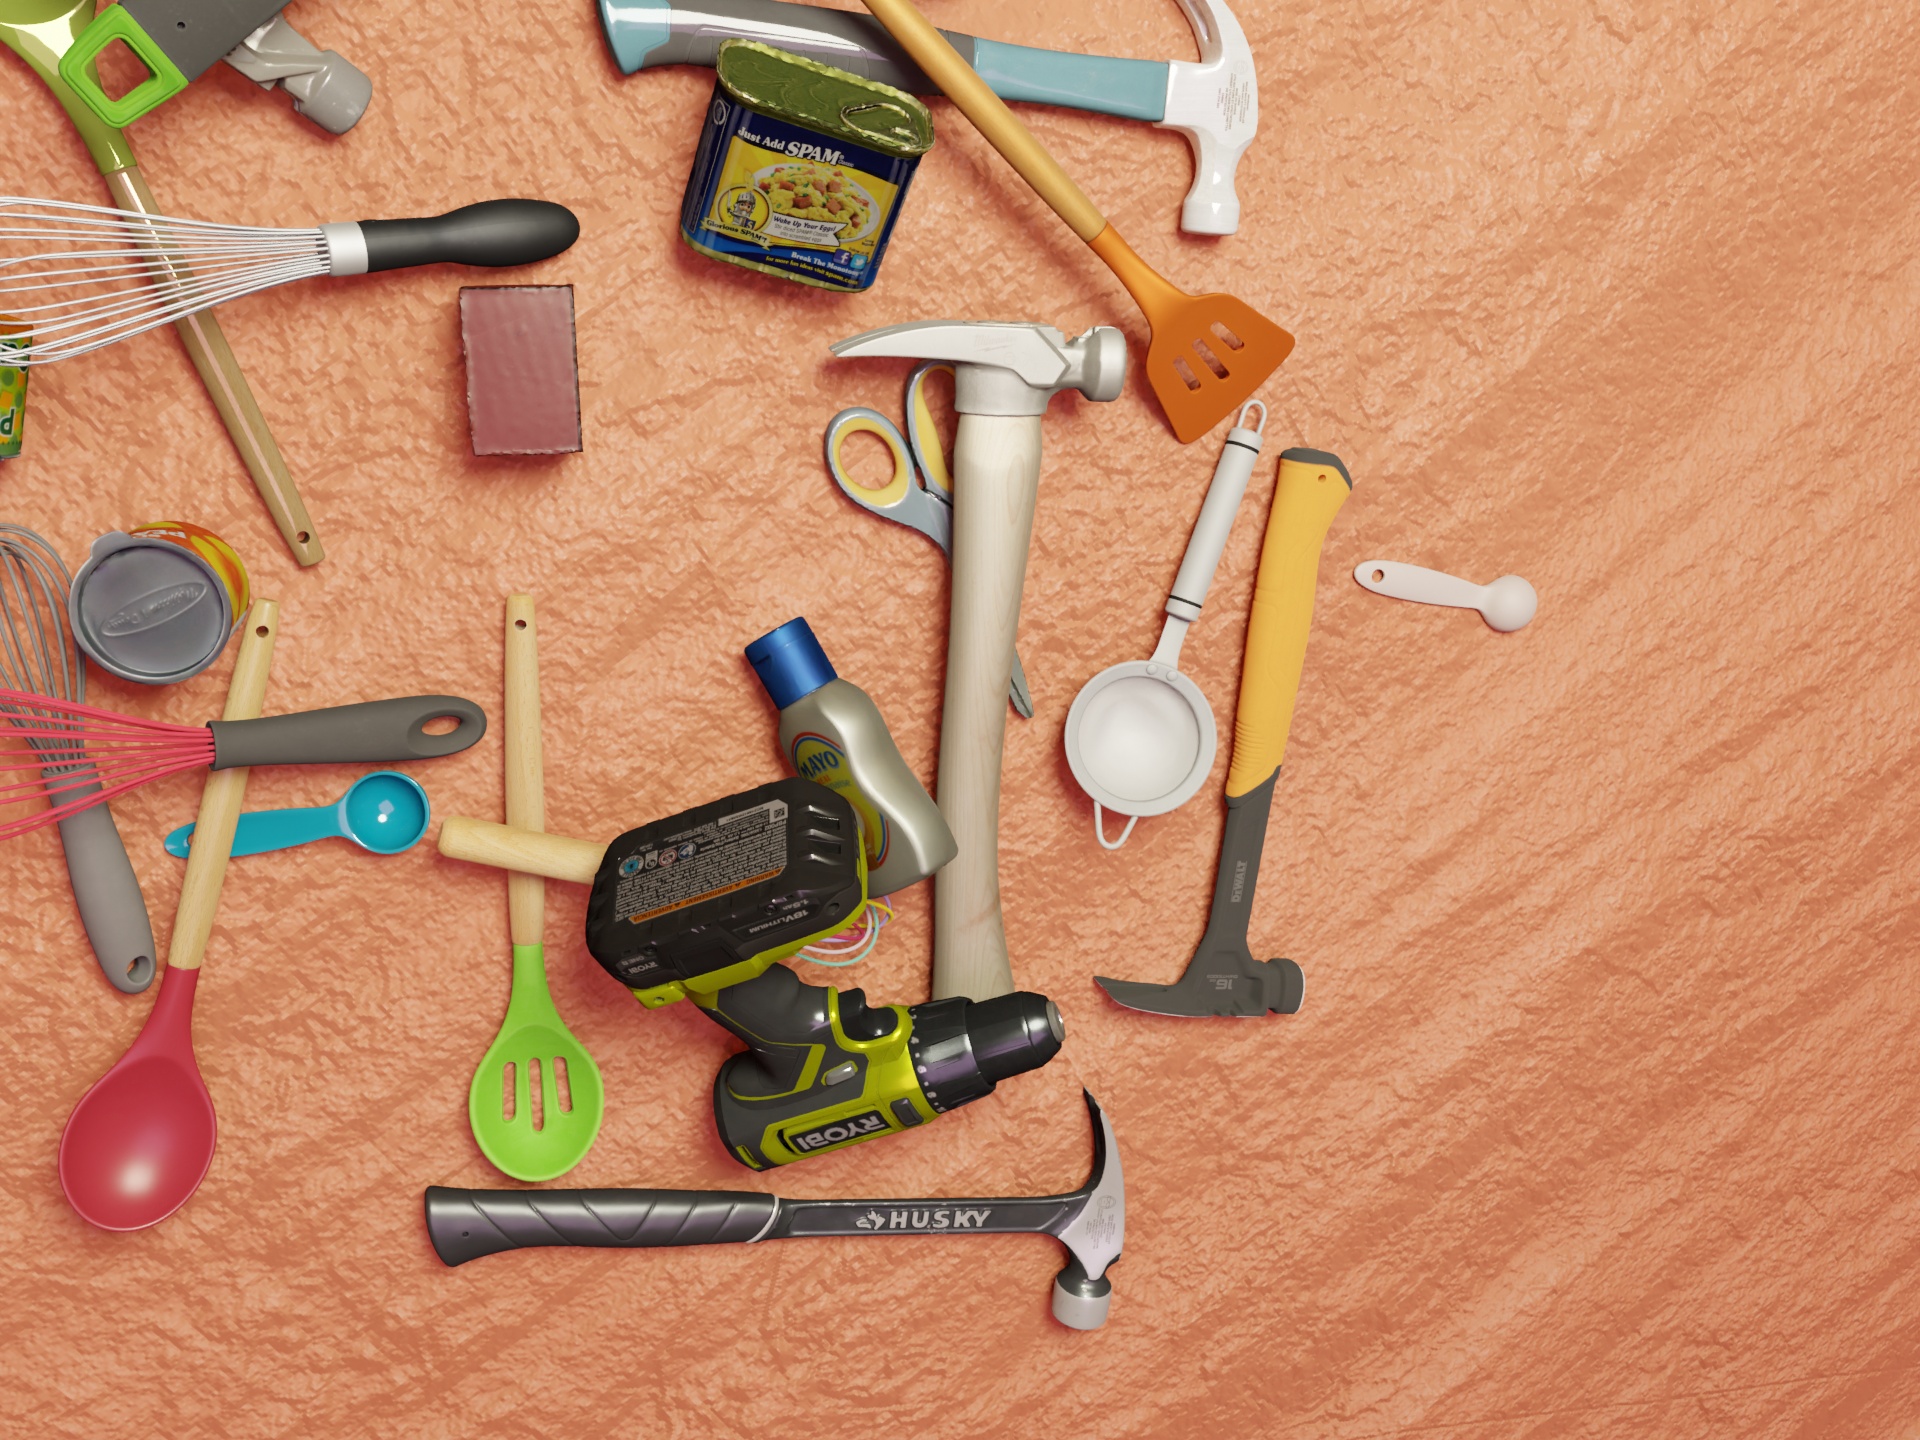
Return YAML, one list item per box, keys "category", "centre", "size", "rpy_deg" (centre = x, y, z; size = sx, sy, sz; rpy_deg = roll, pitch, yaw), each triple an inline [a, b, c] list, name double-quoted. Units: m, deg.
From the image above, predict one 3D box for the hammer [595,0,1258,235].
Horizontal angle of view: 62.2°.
- category: "hammer"
  centre: [-0.009, -0.317, 0.771]
  size: [0.331, 0.033, 0.128]
  rpy_deg: [1, 105, -16]

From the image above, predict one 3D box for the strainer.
- category: "strainer"
  centre: [0.121, -0.054, 0.880]
  size: [0.087, 0.050, 0.258]
  rpy_deg: [19, 93, -9]

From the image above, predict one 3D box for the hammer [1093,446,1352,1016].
- category: "hammer"
  centre: [0.164, 0.012, 0.913]
  size: [0.127, 0.034, 0.336]
  rpy_deg: [4, 104, -18]

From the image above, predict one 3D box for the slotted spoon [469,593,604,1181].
- category: "slotted spoon"
  centre: [-0.223, 0.090, 0.827]
  size: [0.070, 0.031, 0.313]
  rpy_deg: [-2, 104, -16]

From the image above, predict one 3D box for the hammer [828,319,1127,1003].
- category: "hammer"
  centre: [-0.001, -0.003, 0.847]
  size: [0.146, 0.038, 0.410]
  rpy_deg: [0, 109, -11]

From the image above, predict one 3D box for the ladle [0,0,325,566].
- category: "ladle"
  centre: [-0.351, -0.213, 0.690]
  size: [0.078, 0.062, 0.320]
  rpy_deg: [-29, 114, -23]

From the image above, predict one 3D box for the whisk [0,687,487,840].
- category: "whisk"
  centre: [-0.358, 0.013, 0.715]
  size: [0.295, 0.073, 0.073]
  rpy_deg: [-6, 108, -36]

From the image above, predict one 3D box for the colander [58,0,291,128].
- category: "colander"
  centre: [-0.185, -0.366, 0.628]
  size: [0.397, 0.095, 0.204]
  rpy_deg: [-45, 132, -9]

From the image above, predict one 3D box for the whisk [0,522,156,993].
- category: "whisk"
  centre: [-0.418, 0.024, 0.741]
  size: [0.055, 0.055, 0.238]
  rpy_deg: [-11, 112, -13]

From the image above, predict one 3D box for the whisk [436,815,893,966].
- category: "whisk"
  centre: [-0.148, 0.086, 0.829]
  size: [0.244, 0.047, 0.051]
  rpy_deg: [15, 91, -24]

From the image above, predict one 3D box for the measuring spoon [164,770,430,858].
- category: "measuring spoon"
  centre: [-0.328, 0.050, 0.793]
  size: [0.128, 0.021, 0.042]
  rpy_deg: [-8, 100, -4]

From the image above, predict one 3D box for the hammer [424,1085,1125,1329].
- category: "hammer"
  centre: [-0.094, 0.282, 0.913]
  size: [0.408, 0.036, 0.149]
  rpy_deg: [5, 102, -17]

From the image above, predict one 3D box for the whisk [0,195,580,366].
- category: "whisk"
  centre: [-0.297, -0.199, 0.679]
  size: [0.284, 0.070, 0.070]
  rpy_deg: [-17, 110, -31]

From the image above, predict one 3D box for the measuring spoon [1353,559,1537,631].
- category: "measuring spoon"
  centre: [0.287, -0.075, 0.933]
  size: [0.124, 0.018, 0.034]
  rpy_deg: [9, 102, -18]

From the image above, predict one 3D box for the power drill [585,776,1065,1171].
- category: "power drill"
  centre: [-0.065, 0.136, 0.804]
  size: [0.190, 0.080, 0.228]
  rpy_deg: [-19, 132, 10]

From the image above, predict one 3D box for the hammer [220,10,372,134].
- category: "hammer"
  centre: [-0.222, -0.433, 0.657]
  size: [0.149, 0.037, 0.359]
  rpy_deg: [34, 90, -47]

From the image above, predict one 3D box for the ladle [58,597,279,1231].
- category: "ladle"
  centre: [-0.372, 0.094, 0.770]
  size: [0.069, 0.031, 0.315]
  rpy_deg: [12, 96, -33]

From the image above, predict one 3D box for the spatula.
- category: "spatula"
  centre: [0.048, -0.259, 0.780]
  size: [0.081, 0.041, 0.322]
  rpy_deg: [-43, 117, 14]
